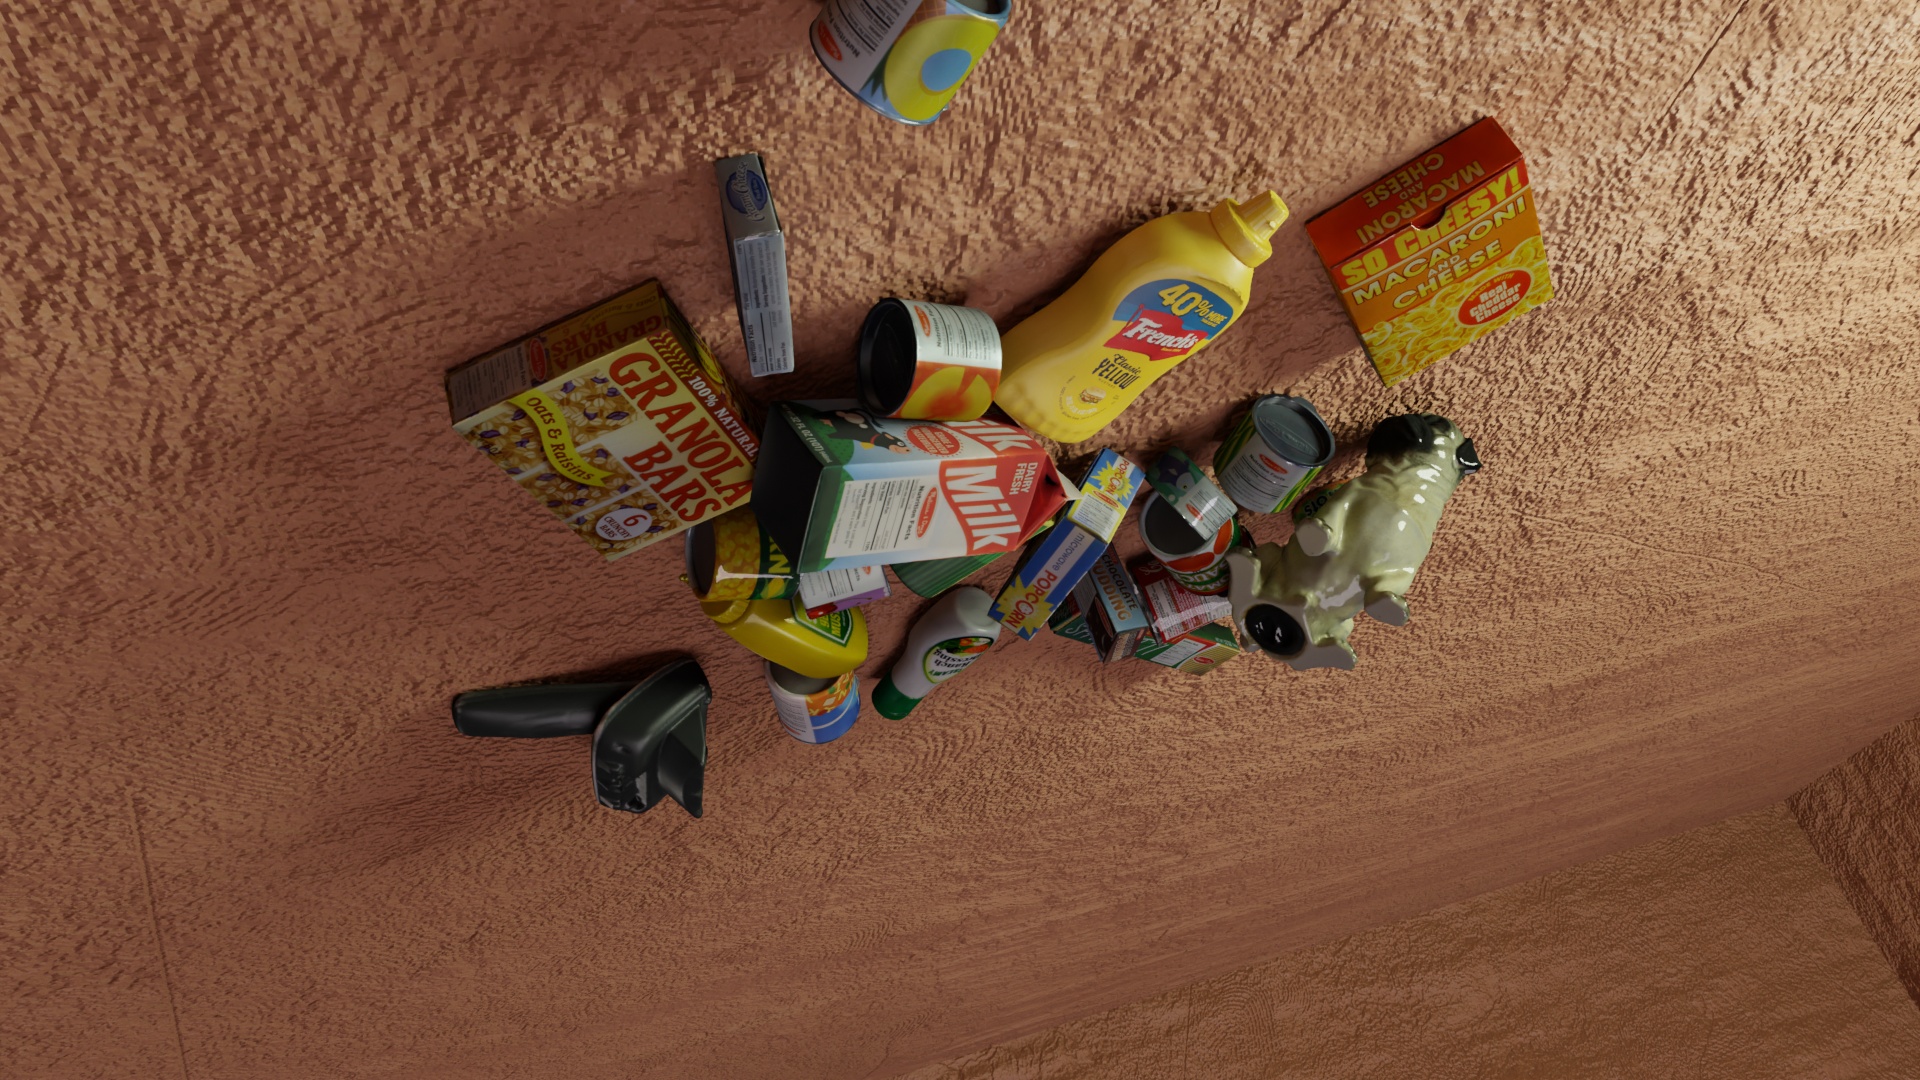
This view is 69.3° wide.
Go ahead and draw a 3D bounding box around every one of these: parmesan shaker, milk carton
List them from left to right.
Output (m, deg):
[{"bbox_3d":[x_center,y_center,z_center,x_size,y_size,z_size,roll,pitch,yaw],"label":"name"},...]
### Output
[{"bbox_3d":[-0.019,-0.037,0.816,0.191,0.072,0.073,-5,127,-33],"label":"milk carton"},{"bbox_3d":[0.003,-0.012,0.932,0.103,0.071,0.071,-32,148,21],"label":"parmesan shaker"}]

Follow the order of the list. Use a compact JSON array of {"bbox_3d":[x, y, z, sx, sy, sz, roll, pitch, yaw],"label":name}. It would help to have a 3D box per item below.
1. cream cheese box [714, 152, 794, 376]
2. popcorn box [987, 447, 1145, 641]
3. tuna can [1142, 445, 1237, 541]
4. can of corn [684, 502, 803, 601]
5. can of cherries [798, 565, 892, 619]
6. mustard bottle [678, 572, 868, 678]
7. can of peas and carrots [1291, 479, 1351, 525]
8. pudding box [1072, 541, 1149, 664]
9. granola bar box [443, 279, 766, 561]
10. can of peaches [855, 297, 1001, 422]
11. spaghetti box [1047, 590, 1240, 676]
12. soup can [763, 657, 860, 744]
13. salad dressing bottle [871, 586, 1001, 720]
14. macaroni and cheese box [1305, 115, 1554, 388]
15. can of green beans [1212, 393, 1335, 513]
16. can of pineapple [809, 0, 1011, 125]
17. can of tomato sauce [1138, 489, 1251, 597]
[{"bbox_3d":[-0.100,-0.133,0.685,0.024,0.053,0.103,-12,149,-10],"label":"cream cheese box"},{"bbox_3d":[0.075,0.003,0.986,0.038,0.085,0.126,34,135,-2],"label":"popcorn box"},{"bbox_3d":[0.163,-0.035,0.990,0.033,0.071,0.071,-44,146,8],"label":"tuna can"},{"bbox_3d":[-0.136,0.005,0.878,0.058,0.071,0.070,-1,145,-29],"label":"can of corn"},{"bbox_3d":[-0.083,0.014,0.930,0.058,0.072,0.071,-18,150,-4],"label":"can of cherries"},{"bbox_3d":[-0.131,0.049,0.962,0.048,0.065,0.160,-31,145,26],"label":"mustard bottle"},{"bbox_3d":[0.312,-0.010,1.134,0.071,0.059,0.070,-15,149,-9],"label":"can of peas and carrots"},{"bbox_3d":[0.114,0.048,1.084,0.030,0.084,0.049,-10,148,-17],"label":"pudding box"},{"bbox_3d":[-0.183,-0.061,0.770,0.124,0.039,0.165,-23,150,5],"label":"granola bar box"},{"bbox_3d":[-0.019,-0.099,0.779,0.058,0.071,0.071,1,144,-33],"label":"can of peaches"},{"bbox_3d":[0.164,0.079,1.222,0.050,0.029,0.250,-36,147,27],"label":"spaghetti box"},{"bbox_3d":[-0.112,0.108,1.069,0.071,0.071,0.083,-15,150,-8],"label":"soup can"},{"bbox_3d":[-0.023,0.094,1.119,0.064,0.044,0.147,5,142,-34],"label":"salad dressing bottle"},{"bbox_3d":[0.299,-0.174,0.872,0.123,0.040,0.166,-30,149,15],"label":"macaroni and cheese box"},{"bbox_3d":[0.222,-0.061,0.986,0.071,0.071,0.057,-2,147,-28],"label":"can of green beans"},{"bbox_3d":[-0.019,-0.218,0.581,0.071,0.071,0.057,8,140,-39],"label":"can of pineapple"},{"bbox_3d":[0.179,0.000,1.058,0.071,0.071,0.083,-28,149,14],"label":"can of tomato sauce"}]
